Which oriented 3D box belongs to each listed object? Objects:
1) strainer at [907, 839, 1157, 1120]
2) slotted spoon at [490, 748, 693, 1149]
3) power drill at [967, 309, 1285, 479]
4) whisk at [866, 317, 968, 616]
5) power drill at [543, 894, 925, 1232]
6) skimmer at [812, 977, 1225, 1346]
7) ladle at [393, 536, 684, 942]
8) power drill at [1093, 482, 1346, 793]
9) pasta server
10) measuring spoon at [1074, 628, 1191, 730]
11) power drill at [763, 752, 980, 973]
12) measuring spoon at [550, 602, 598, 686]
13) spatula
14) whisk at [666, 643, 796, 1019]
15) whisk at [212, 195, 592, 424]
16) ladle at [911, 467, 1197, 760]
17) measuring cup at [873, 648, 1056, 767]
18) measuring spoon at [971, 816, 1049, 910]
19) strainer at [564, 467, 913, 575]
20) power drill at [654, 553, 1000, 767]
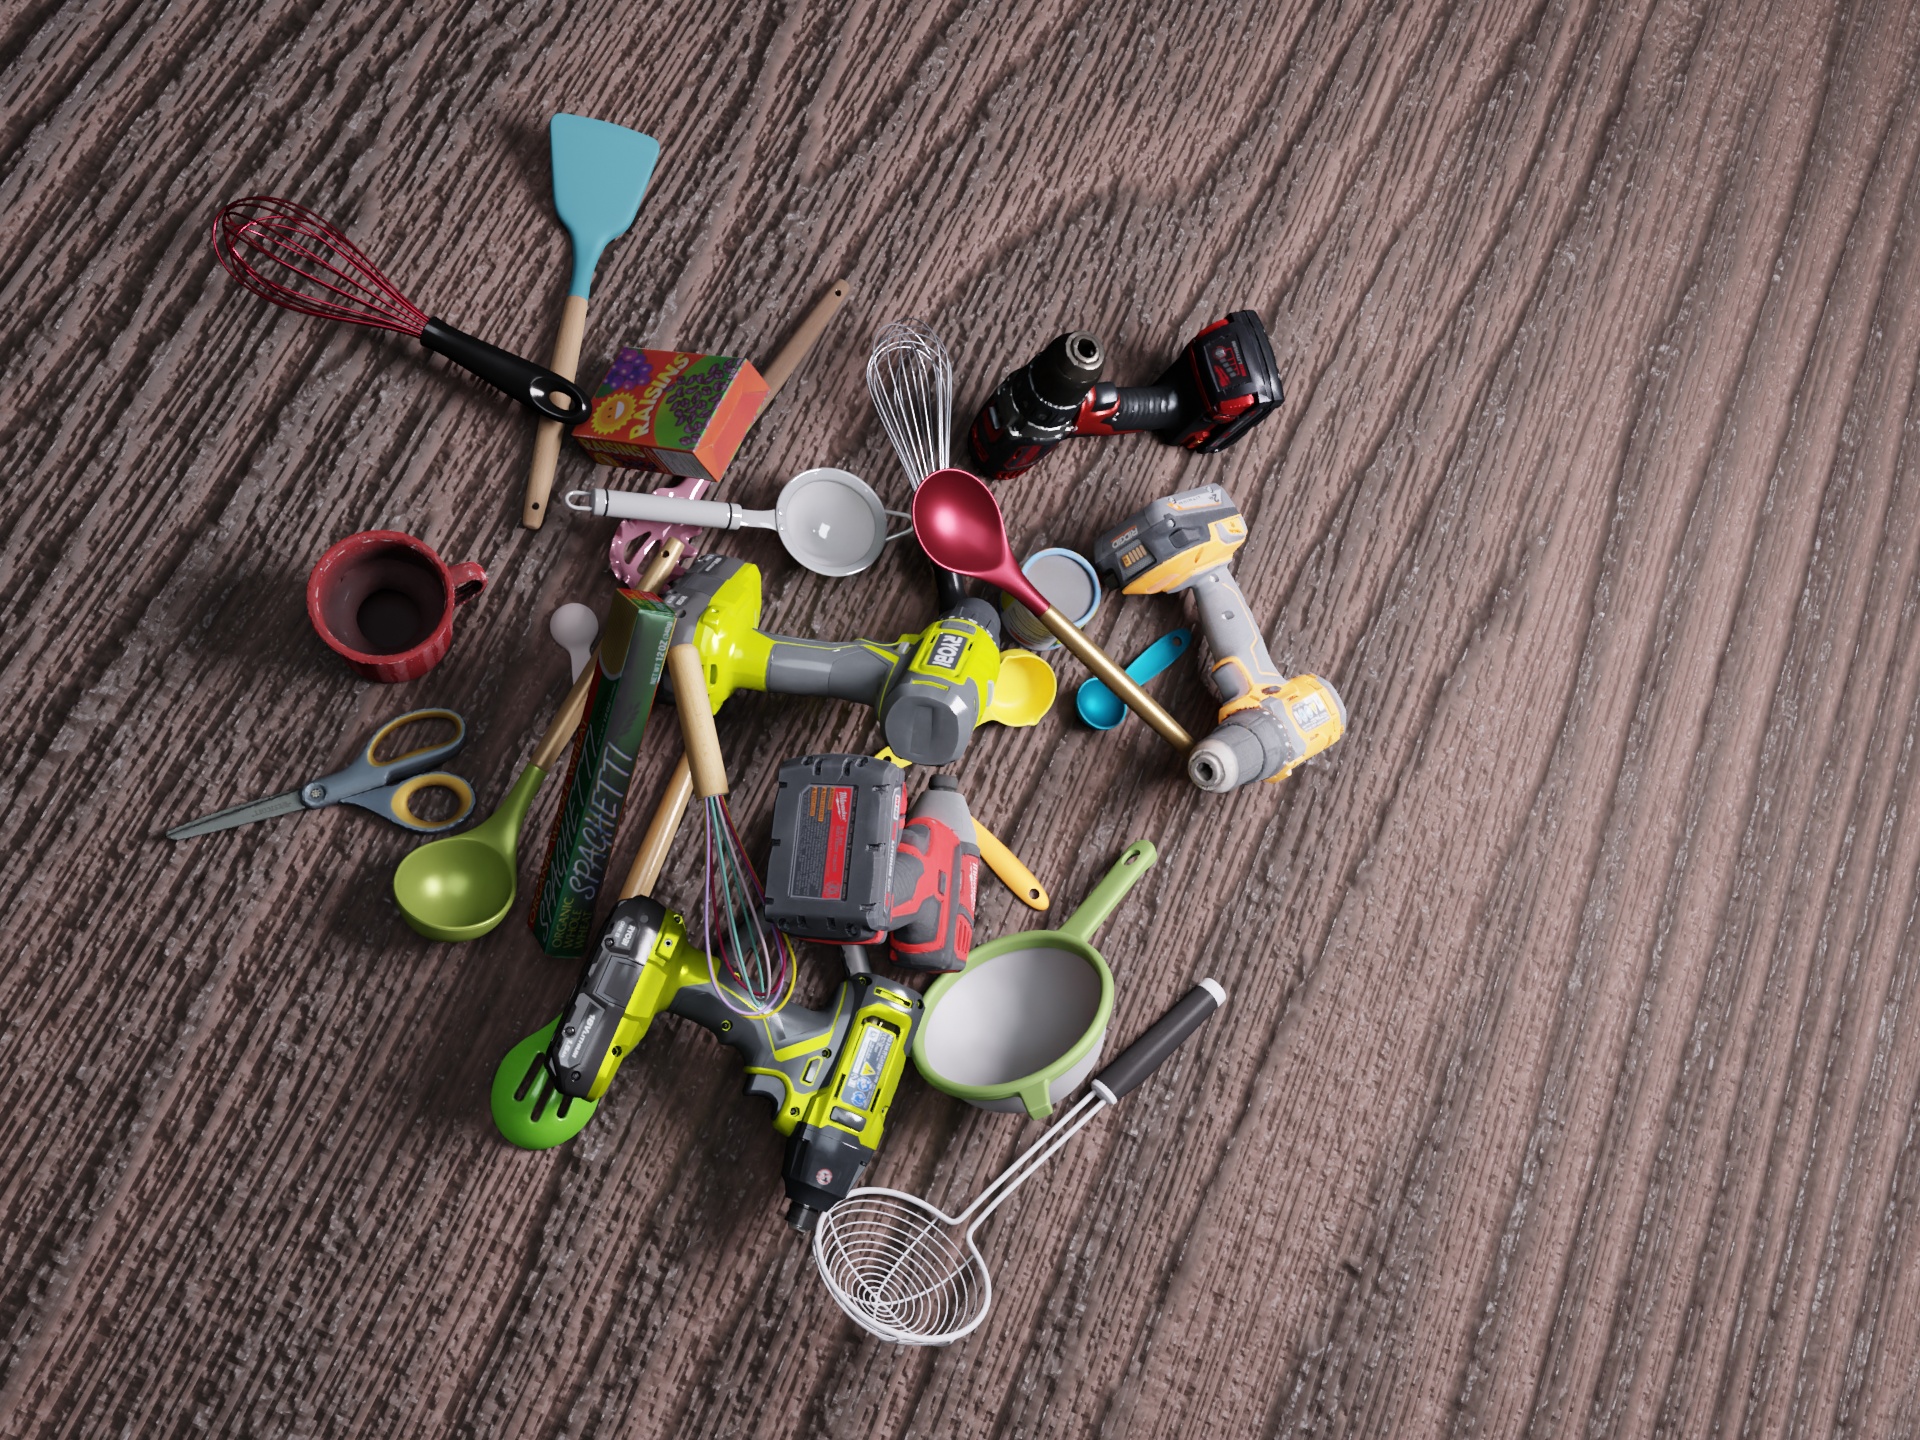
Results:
[{"bbox_3d":[0.075,0.191,1.147,0.256,0.151,0.069,-46,127,-32],"label":"strainer"},{"bbox_3d":[-0.238,0.144,1.104,0.070,0.031,0.314,24,71,-10],"label":"slotted spoon"},{"bbox_3d":[0.130,-0.252,1.210,0.226,0.188,0.080,-13,81,-21],"label":"power drill"},{"bbox_3d":[-0.022,-0.171,1.221,0.070,0.070,0.285,-10,85,-16],"label":"whisk"},{"bbox_3d":[-0.152,0.224,1.053,0.223,0.080,0.171,25,71,-11],"label":"power drill"},{"bbox_3d":[0.058,0.289,1.110,0.363,0.090,0.127,-38,59,-21],"label":"skimmer"},{"bbox_3d":[-0.278,0.007,1.088,0.078,0.062,0.320,28,80,6],"label":"ladle"},{"bbox_3d":[0.189,-0.056,1.199,0.185,0.084,0.226,-23,83,-50],"label":"power drill"},{"bbox_3d":[-0.168,-0.221,1.202,0.060,0.040,0.316,40,69,-22],"label":"pasta server"},{"bbox_3d":[0.136,-0.034,1.249,0.128,0.021,0.042,-38,87,-28],"label":"measuring spoon"},{"bbox_3d":[-0.046,0.092,1.073,0.078,0.219,0.143,1,78,21],"label":"power drill"},{"bbox_3d":[-0.268,-0.027,1.140,0.034,0.018,0.124,-11,81,-17],"label":"measuring spoon"},{"bbox_3d":[-0.292,-0.295,1.185,0.082,0.044,0.318,11,76,-15],"label":"spatula"},{"bbox_3d":[-0.151,0.070,1.020,0.047,0.051,0.245,-15,82,15],"label":"whisk"},{"bbox_3d":[-0.398,-0.289,1.138,0.296,0.073,0.073,28,72,-4],"label":"whisk"},{"bbox_3d":[0.081,-0.065,1.173,0.315,0.031,0.069,43,77,-13],"label":"ladle"},{"bbox_3d":[-0.002,-0.004,1.199,0.156,0.029,0.062,-28,117,-6],"label":"measuring cup"},{"bbox_3d":[0.026,0.098,1.188,0.021,0.011,0.117,-43,90,-19],"label":"measuring spoon"},{"bbox_3d":[-0.160,-0.149,1.161,0.258,0.050,0.087,3,73,-26],"label":"strainer"},{"bbox_3d":[-0.084,-0.051,1.114,0.228,0.191,0.080,11,118,6],"label":"power drill"}]
